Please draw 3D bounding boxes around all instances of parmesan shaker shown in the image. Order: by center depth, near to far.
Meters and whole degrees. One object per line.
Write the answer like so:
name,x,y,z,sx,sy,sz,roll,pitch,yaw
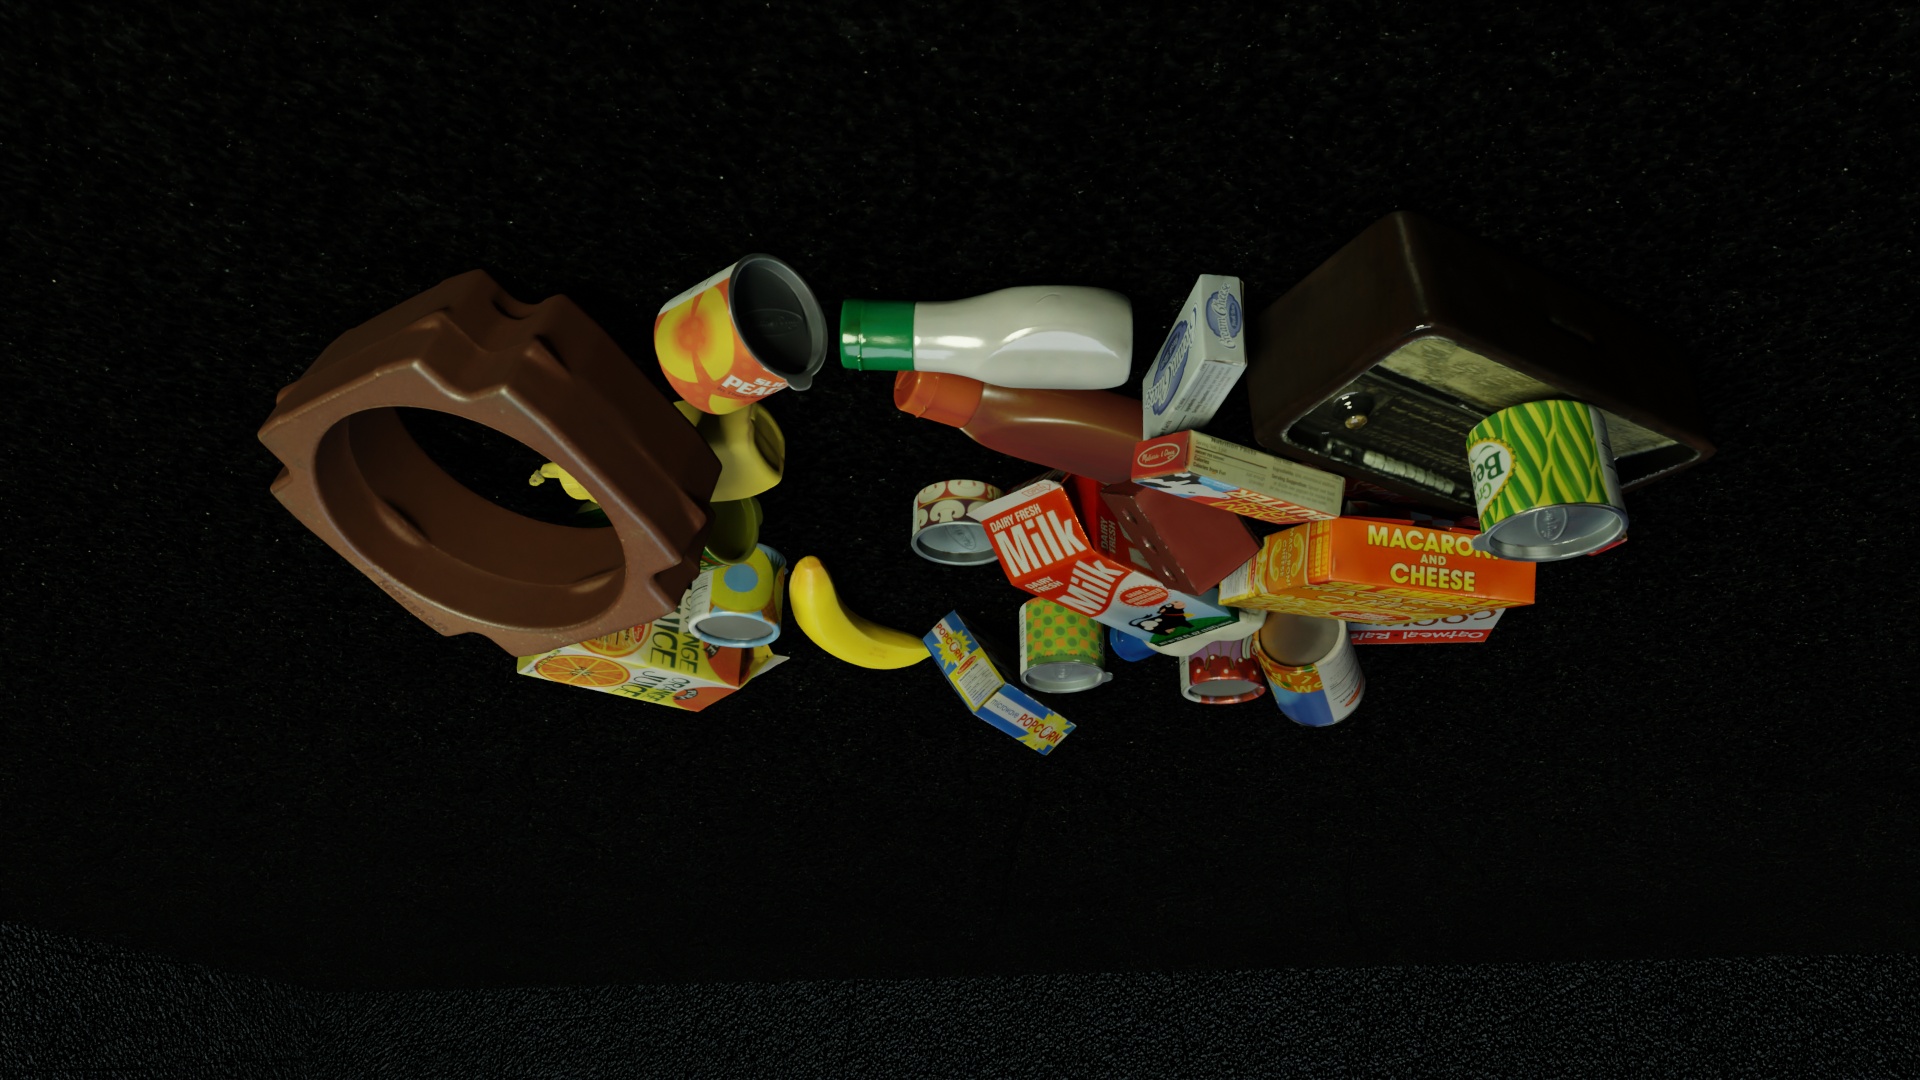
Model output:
parmesan shaker,-0.189,-0.006,0.898,0.103,0.071,0.071,-14,150,28

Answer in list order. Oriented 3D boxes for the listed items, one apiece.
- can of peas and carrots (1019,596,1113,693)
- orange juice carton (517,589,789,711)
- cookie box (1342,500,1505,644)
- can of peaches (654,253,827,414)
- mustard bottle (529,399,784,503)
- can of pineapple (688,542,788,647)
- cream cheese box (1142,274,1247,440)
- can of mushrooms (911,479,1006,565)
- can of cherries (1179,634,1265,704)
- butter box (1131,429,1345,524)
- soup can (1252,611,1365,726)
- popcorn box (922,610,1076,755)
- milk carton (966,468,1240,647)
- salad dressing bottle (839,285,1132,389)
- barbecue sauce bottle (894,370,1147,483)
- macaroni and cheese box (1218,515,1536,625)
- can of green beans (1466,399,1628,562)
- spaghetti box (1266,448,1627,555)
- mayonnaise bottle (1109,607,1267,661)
can of peas and carrots,0.081,0.079,1.075,0.071,0.059,0.070,0,154,0
orange juice carton,-0.231,0.079,1.064,0.193,0.073,0.071,18,149,-33
cookie box,0.324,0.024,0.978,0.123,0.040,0.166,-1,153,5
can of peaches,-0.109,-0.100,0.695,0.058,0.071,0.071,-18,148,36
mustard bottle,-0.187,-0.050,0.826,0.160,0.049,0.065,-6,150,15
can of pineapple,-0.158,0.039,0.998,0.071,0.058,0.070,0,154,0
cream cheese box,0.122,-0.089,0.733,0.024,0.053,0.103,7,153,-8
can of mushrooms,0.003,-0.012,0.918,0.071,0.033,0.070,1,153,1
can of cherries,0.209,0.092,1.099,0.071,0.058,0.071,1,154,1
butter box,0.148,-0.032,0.738,0.103,0.024,0.053,14,171,-24
soup can,0.246,0.084,0.992,0.071,0.072,0.083,-9,142,20
popcorn box,0.032,0.115,1.115,0.038,0.085,0.126,-44,142,7
milk carton,0.095,0.003,0.900,0.190,0.074,0.072,23,146,-38
salad dressing bottle,0.013,-0.105,0.715,0.148,0.044,0.064,2,155,1
barbecue sauce bottle,0.037,-0.071,0.782,0.148,0.044,0.064,14,155,-24
macaroni and cheese box,0.242,0.020,0.831,0.124,0.040,0.166,7,171,-9
can of green beans,0.286,-0.029,0.680,0.071,0.058,0.071,0,155,0
spaghetti box,0.292,-0.040,0.834,0.250,0.050,0.028,11,151,-20
mayonnaise bottle,0.165,0.054,1.020,0.041,0.065,0.147,15,154,-25
